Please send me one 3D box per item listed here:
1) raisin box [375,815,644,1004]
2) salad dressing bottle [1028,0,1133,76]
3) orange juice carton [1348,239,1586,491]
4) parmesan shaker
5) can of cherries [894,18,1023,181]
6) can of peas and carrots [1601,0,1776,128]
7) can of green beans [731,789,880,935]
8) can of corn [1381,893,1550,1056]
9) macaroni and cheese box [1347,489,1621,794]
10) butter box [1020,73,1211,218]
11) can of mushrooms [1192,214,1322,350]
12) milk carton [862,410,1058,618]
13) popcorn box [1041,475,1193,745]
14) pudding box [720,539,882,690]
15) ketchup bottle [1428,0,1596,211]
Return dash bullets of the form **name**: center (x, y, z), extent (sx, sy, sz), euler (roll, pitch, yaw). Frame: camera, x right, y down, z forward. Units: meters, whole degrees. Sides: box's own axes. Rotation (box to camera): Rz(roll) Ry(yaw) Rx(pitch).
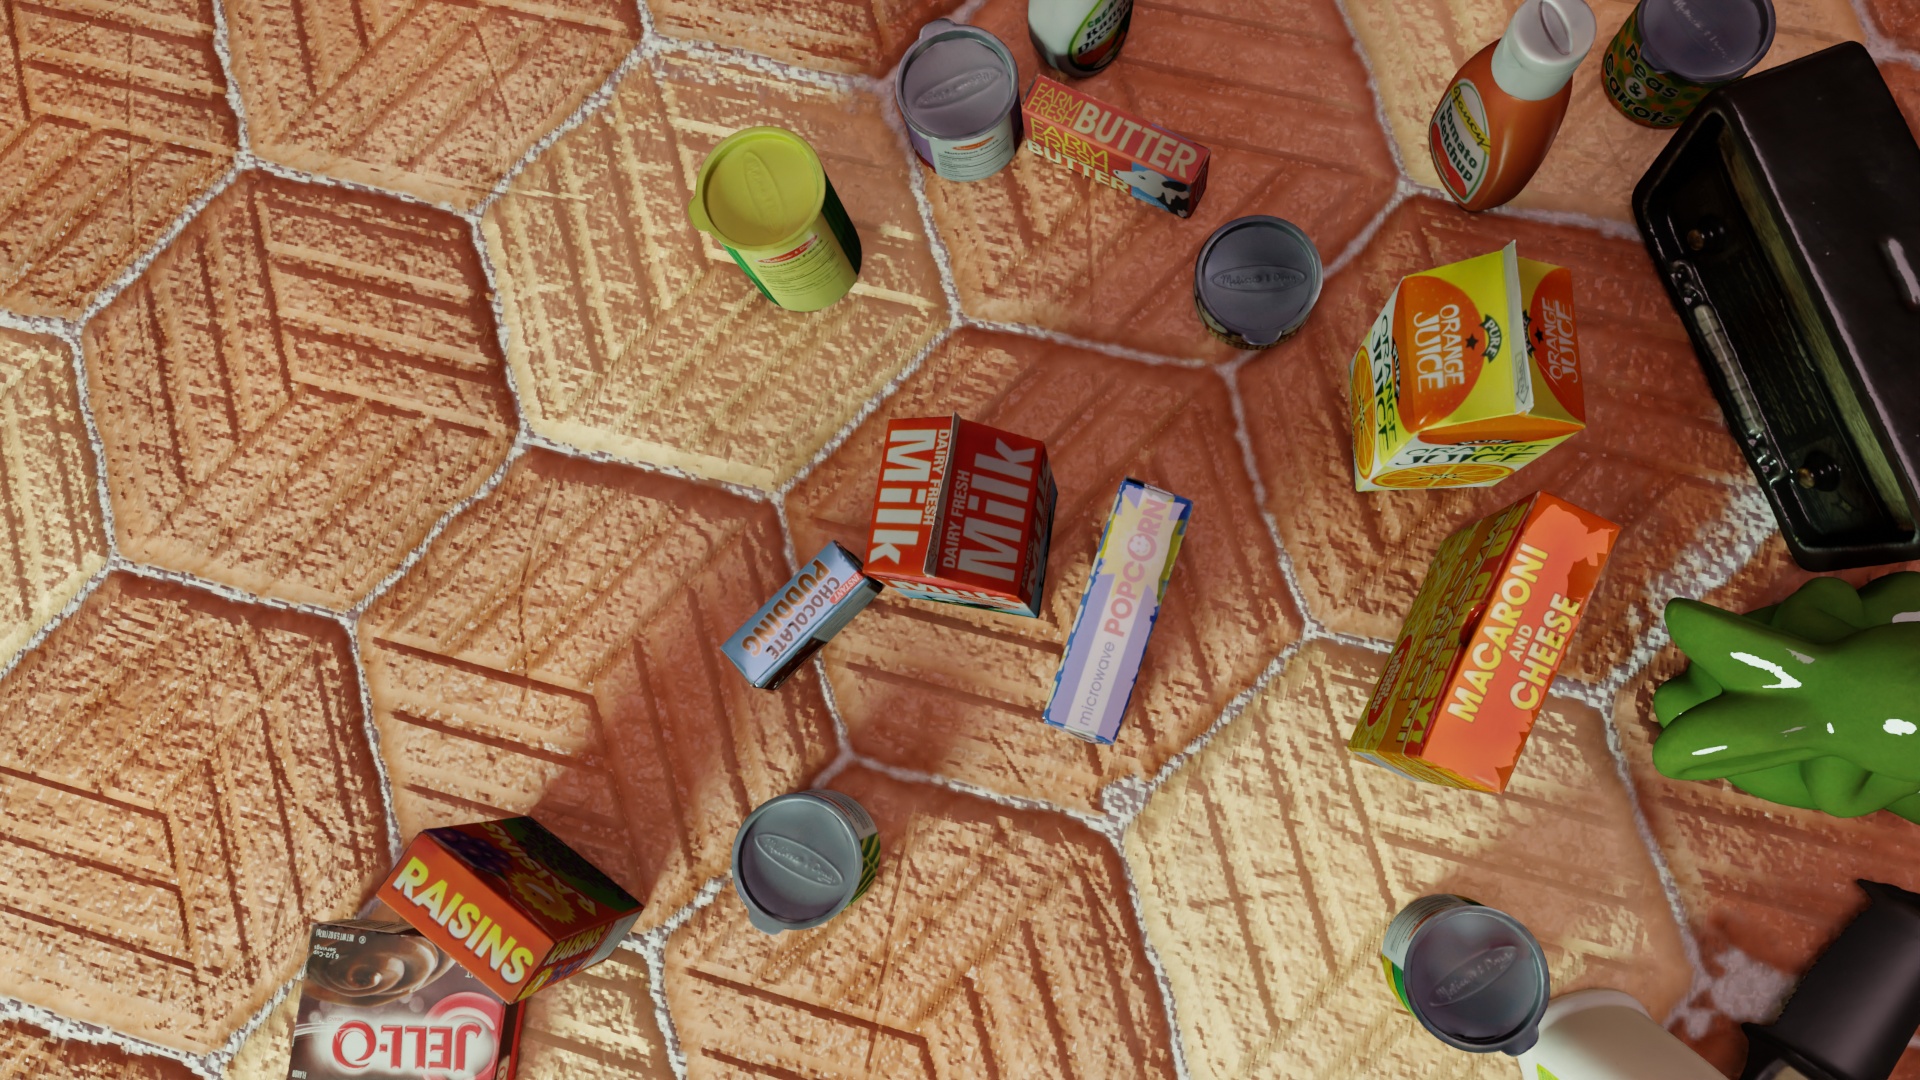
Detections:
- **raisin box**: center (-0.219, 0.179, 0.691), extent (0.086, 0.123, 0.040), euler (36, 87, 10)
- **salad dressing bottle**: center (0.062, -0.294, 0.719), extent (0.044, 0.147, 0.064), euler (44, 89, 10)
- **orange juice carton**: center (0.234, -0.074, 0.645), extent (0.073, 0.192, 0.072), euler (-2, 82, 6)
- **parmesan shaker**: center (-0.096, -0.167, 0.740), extent (0.071, 0.103, 0.071), euler (-1, 82, 6)
- **can of cherries**: center (0.000, -0.241, 0.763), extent (0.071, 0.058, 0.071), euler (-1, 82, 6)
- **can of peas and carrots**: center (0.376, -0.256, 0.725), extent (0.071, 0.058, 0.071), euler (-1, 82, 6)
- **can of green beans**: center (-0.078, 0.162, 0.712), extent (0.071, 0.058, 0.071), euler (-1, 82, 6)
- **can of corn**: center (0.243, 0.209, 0.670), extent (0.071, 0.058, 0.071), euler (-1, 82, 6)
- **macaroni and cheese box**: center (0.233, 0.051, 0.640), extent (0.040, 0.166, 0.124), euler (25, 85, 9)
- **butter box**: center (0.083, -0.212, 0.752), extent (0.103, 0.053, 0.024), euler (27, 86, 9)
- **can of mushrooms**: center (0.158, -0.135, 0.743), extent (0.071, 0.033, 0.071), euler (-1, 82, 6)
- **milk carton**: center (0.002, -0.008, 0.661), extent (0.073, 0.190, 0.072), euler (9, 83, 7)
- **popcorn box**: center (0.079, 0.039, 0.699), extent (0.038, 0.085, 0.127), euler (18, 84, 8)
- **pudding box**: center (-0.083, 0.041, 0.734), extent (0.084, 0.049, 0.030), euler (-44, 80, -1)
- **ketchup bottle**: center (0.271, -0.217, 0.685), extent (0.043, 0.148, 0.065), euler (-20, 81, 3)
